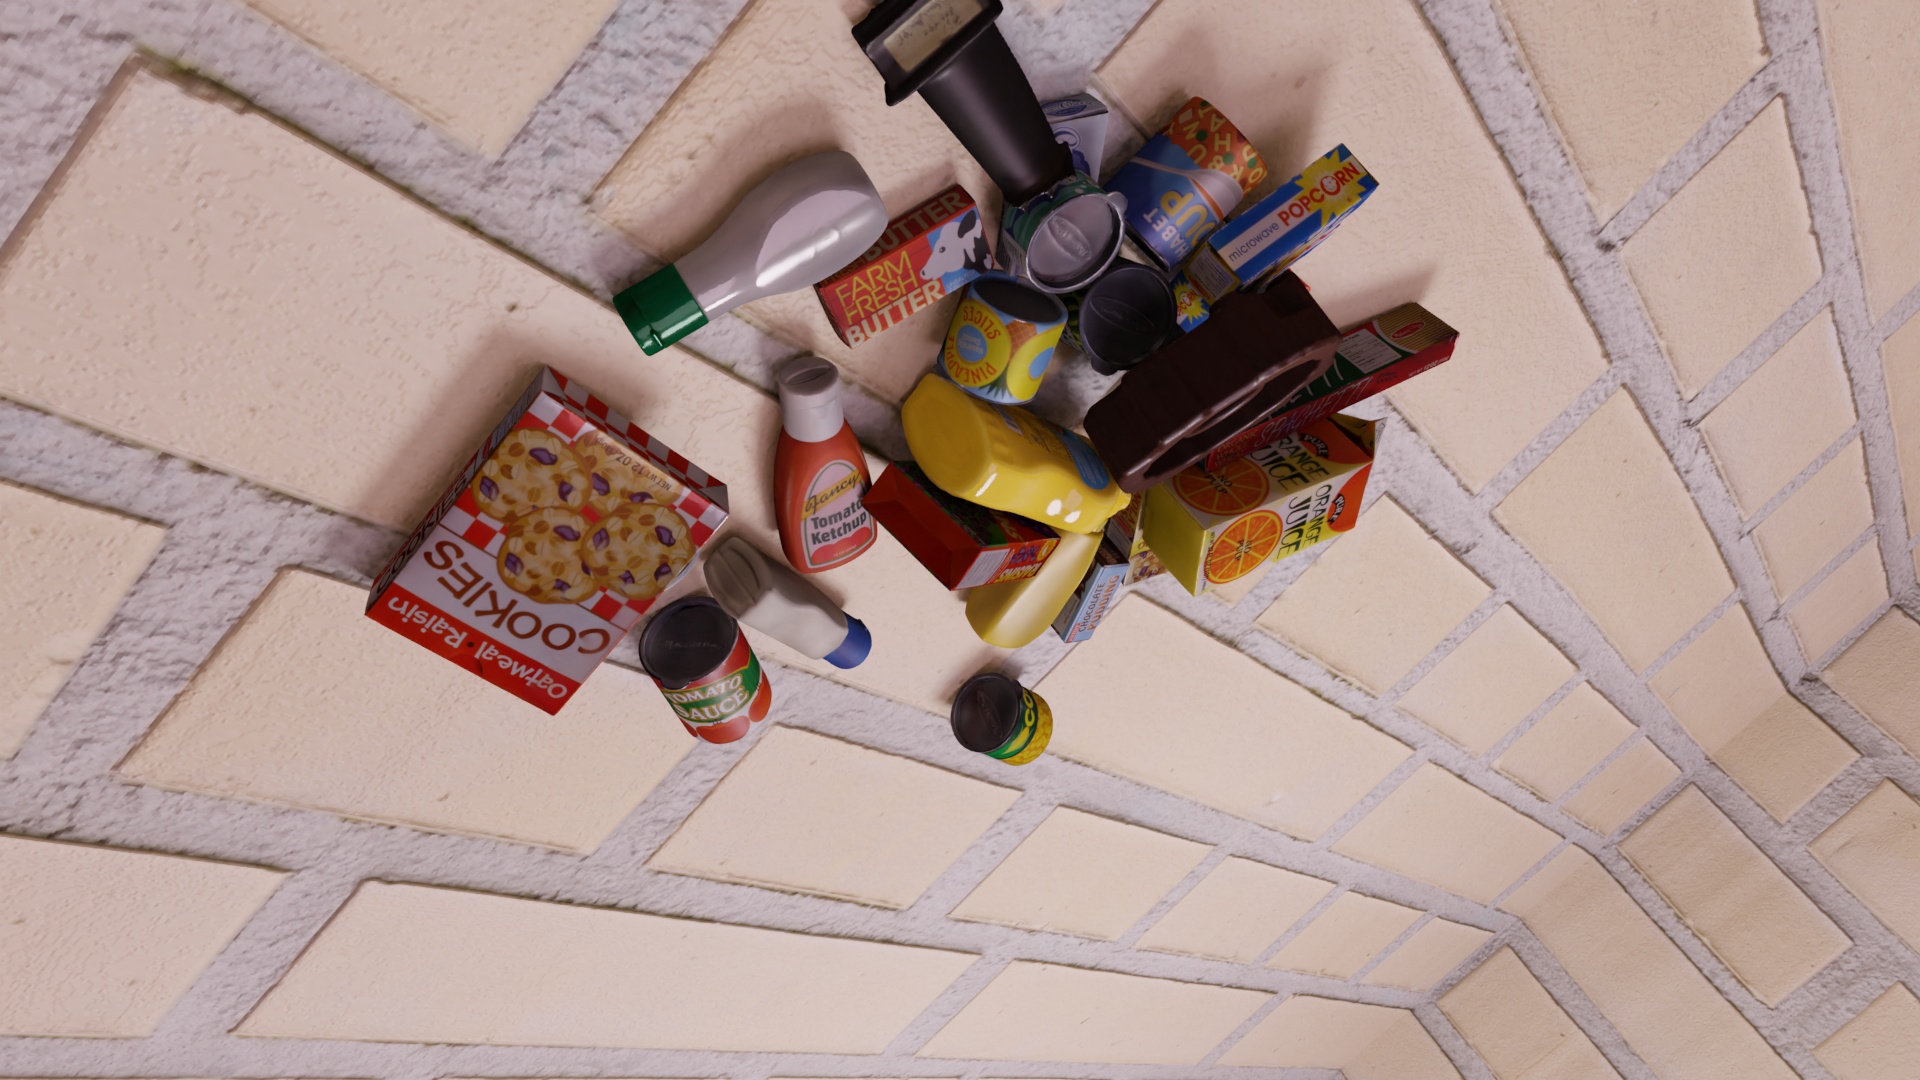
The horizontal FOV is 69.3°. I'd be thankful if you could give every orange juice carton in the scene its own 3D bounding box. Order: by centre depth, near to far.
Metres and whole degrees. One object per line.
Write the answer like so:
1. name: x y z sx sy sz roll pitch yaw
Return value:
1. orange juice carton: 0.235 -0.036 1.033 0.193 0.073 0.071 -21 138 -20

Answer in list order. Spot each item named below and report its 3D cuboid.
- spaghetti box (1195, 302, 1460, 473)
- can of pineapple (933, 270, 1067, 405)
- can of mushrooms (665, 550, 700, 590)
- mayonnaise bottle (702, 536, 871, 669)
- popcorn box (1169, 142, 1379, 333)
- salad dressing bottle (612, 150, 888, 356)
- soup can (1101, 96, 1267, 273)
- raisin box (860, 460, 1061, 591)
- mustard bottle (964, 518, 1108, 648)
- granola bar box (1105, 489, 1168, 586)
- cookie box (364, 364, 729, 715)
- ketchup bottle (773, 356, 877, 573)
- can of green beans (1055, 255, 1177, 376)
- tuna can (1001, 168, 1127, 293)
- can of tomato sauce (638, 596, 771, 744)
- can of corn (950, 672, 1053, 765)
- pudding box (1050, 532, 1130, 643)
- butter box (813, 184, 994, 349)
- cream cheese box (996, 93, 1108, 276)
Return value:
1. spaghetti box: 0.265 -0.117 1.041 0.251 0.050 0.028 -25 141 -22
2. can of pineapple: 0.024 -0.124 0.847 0.071 0.071 0.057 -5 132 -34
3. can of mushrooms: -0.195 0.001 0.837 0.071 0.033 0.070 -22 141 -19
4. mayonnaise bottle: -0.110 0.049 0.932 0.041 0.065 0.148 -44 146 4
5. popcorn box: 0.195 -0.190 0.886 0.127 0.038 0.085 -37 175 -18
6. salad dressing bottle: -0.111 -0.150 0.735 0.148 0.044 0.064 -32 144 -4
7. soup can: 0.134 -0.212 0.835 0.083 0.071 0.071 -44 142 10
8. raisin box: 0.003 -0.011 0.905 0.040 0.086 0.123 -54 160 19
9. mustard bottle: 0.067 0.010 1.037 0.065 0.049 0.159 14 120 -44
10. granola bar box: 0.197 -0.041 1.091 0.166 0.039 0.123 -17 138 -24
11. cookie box: -0.229 0.005 0.774 0.123 0.040 0.167 36 106 -27
12. ketchup bottle: -0.088 -0.046 0.862 0.065 0.044 0.148 -25 141 -20
13. can of green beans: 0.093 -0.145 0.868 0.071 0.058 0.071 -7 111 -17
14. tuna can: 0.061 -0.181 0.801 0.071 0.033 0.070 -21 140 -18
15. can of tomato sauce: -0.167 0.089 0.921 0.071 0.071 0.082 -29 142 -10
16. can of corn: 0.037 0.146 1.142 0.071 0.071 0.058 -44 143 10
17. pudding box: 0.093 0.034 1.082 0.030 0.050 0.083 -5 133 -36
18. butter box: -0.033 -0.157 0.802 0.103 0.024 0.053 -31 143 -7
19. cream cheese box: 0.053 -0.207 0.816 0.053 0.024 0.103 -18 139 -23
